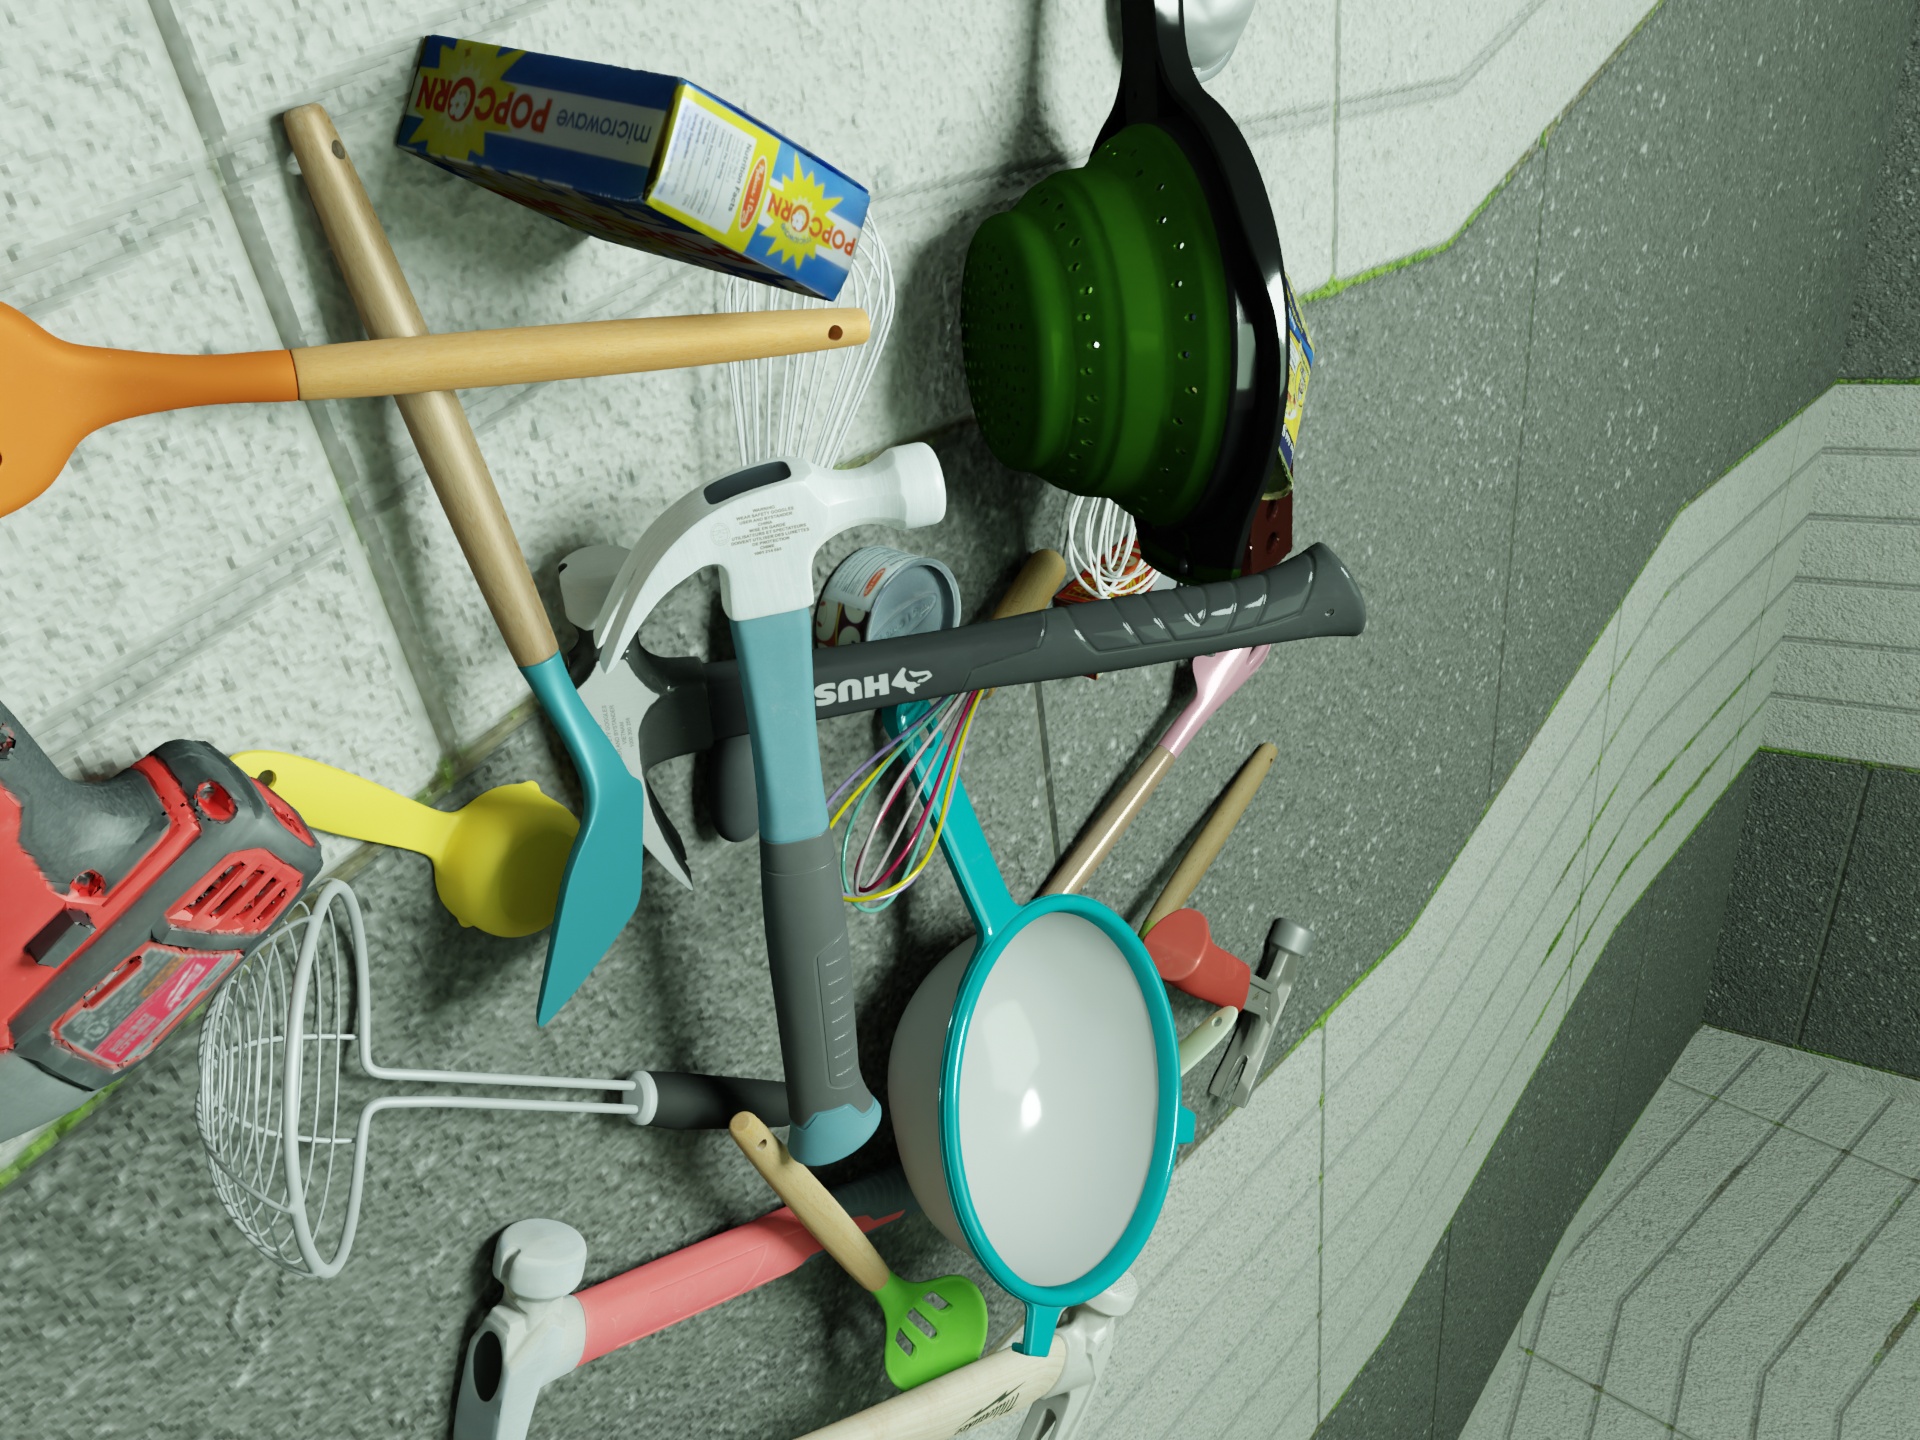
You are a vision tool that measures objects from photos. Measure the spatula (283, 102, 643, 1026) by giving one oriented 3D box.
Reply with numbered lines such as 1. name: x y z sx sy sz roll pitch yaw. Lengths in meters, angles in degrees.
1. spatula: -0.163 -0.042 0.539 0.082 0.044 0.317 -59 138 -55

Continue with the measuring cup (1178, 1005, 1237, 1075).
1. measuring cup: 0.100 0.225 0.985 0.167 0.083 0.038 -43 120 7

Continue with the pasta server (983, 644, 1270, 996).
1. pasta server: 0.104 0.038 0.975 0.316 0.040 0.060 -51 142 -18

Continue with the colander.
1. colander: 0.051 -0.248 0.682 0.094 0.205 0.397 -9 106 -15

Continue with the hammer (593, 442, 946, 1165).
1. hammer: -0.064 0.054 0.635 0.128 0.033 0.330 -11 124 -13

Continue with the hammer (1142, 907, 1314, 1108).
1. hammer: 0.179 0.188 1.091 0.149 0.037 0.358 -66 156 -5

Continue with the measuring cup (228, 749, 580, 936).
1. measuring cup: -0.191 0.041 0.568 0.156 0.029 0.062 33 80 -57

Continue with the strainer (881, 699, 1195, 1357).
1. strainer: 0.004 0.144 0.842 0.211 0.095 0.340 -39 113 -47

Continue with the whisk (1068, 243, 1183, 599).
1. whisk: 0.096 -0.184 0.831 0.057 0.059 0.246 -6 106 -59

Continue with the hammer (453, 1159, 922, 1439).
1. hammer: -0.087 0.281 0.827 0.386 0.038 0.143 -3 111 -53

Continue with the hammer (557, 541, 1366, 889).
1. hammer: 0.013 -0.022 0.656 0.334 0.035 0.146 -10 124 -13

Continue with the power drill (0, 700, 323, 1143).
1. power drill: -0.281 0.032 0.401 0.143 0.079 0.219 -48 145 -12

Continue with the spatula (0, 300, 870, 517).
1. spatula: -0.169 -0.101 0.469 0.322 0.041 0.081 -12 120 -27

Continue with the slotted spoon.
1. slotted spoon: -0.051 0.274 0.816 0.070 0.031 0.313 -48 141 -20

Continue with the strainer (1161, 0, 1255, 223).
1. strainer: 0.107 -0.286 0.775 0.086 0.050 0.258 -4 107 -41

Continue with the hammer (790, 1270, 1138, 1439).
1. hammer: -0.061 0.386 0.825 0.410 0.038 0.146 4 111 -47

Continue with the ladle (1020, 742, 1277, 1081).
1. ladle: 0.127 0.115 1.040 0.320 0.062 0.078 -50 138 -37

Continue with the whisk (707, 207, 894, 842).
1. whisk: -0.076 -0.076 0.648 0.070 0.070 0.284 -16 124 -49

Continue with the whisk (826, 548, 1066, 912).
1. whisk: 0.001 -0.002 0.762 0.051 0.047 0.245 52 47 -23

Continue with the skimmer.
1. skimmer: -0.146 0.147 0.633 0.363 0.090 0.127 25 56 -57
